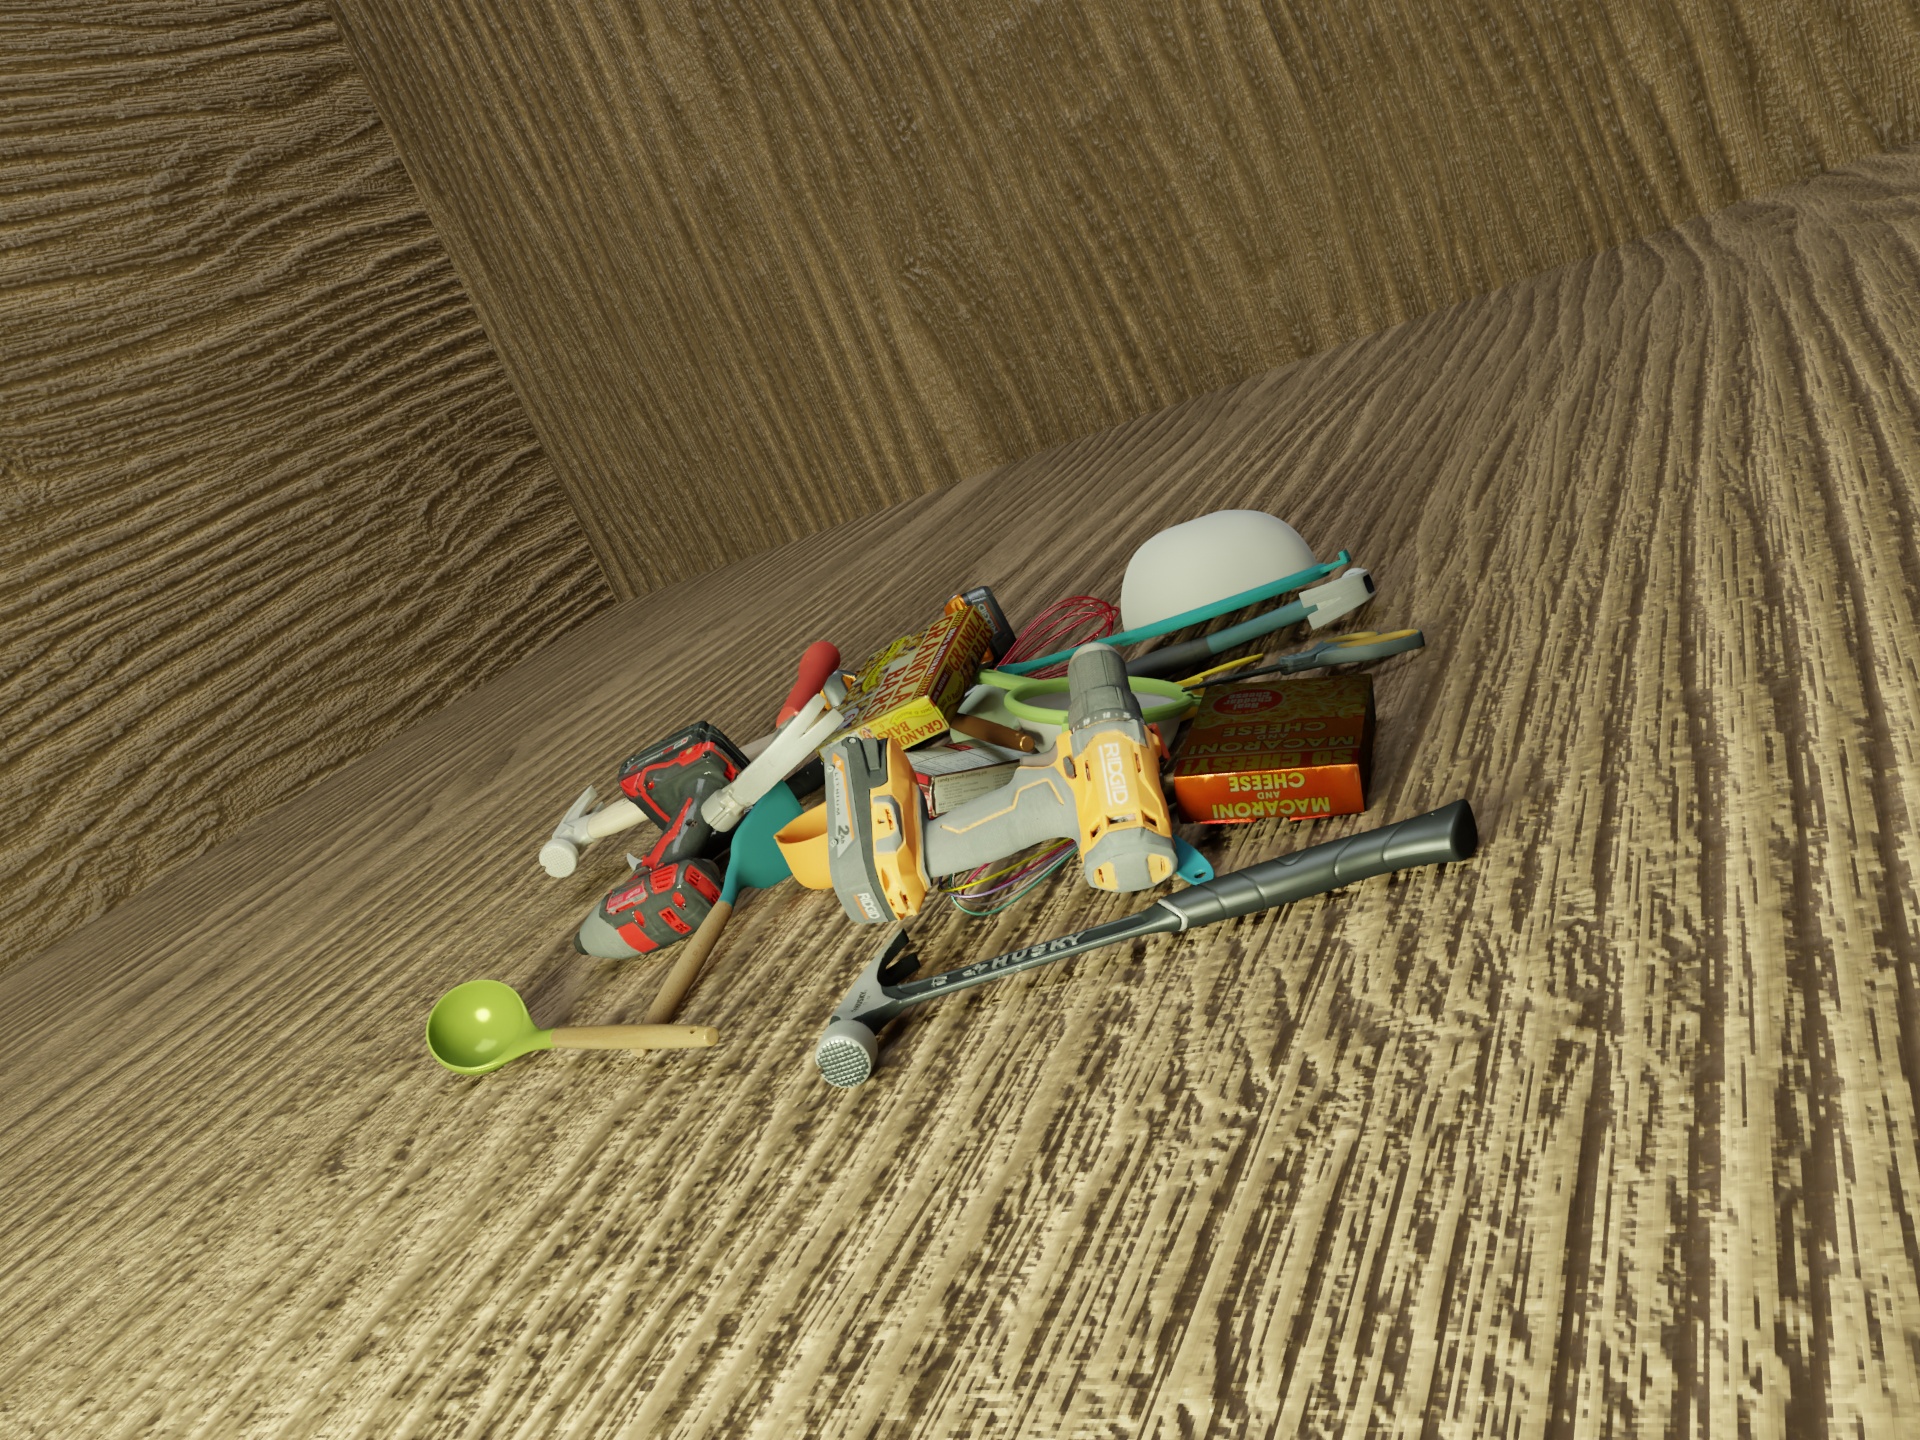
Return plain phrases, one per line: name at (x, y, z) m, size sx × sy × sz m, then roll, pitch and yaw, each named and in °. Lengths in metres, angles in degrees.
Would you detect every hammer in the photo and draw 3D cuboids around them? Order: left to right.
hammer at (-0.227, 0.042, 1.592) m, size 0.410 × 0.038 × 0.146 m, roll -23°, pitch 20°, yaw 15°
hammer at (-0.183, 0.078, 1.578) m, size 0.146 × 0.035 × 0.335 m, roll -6°, pitch 22°, yaw 47°
hammer at (-0.145, -0.016, 1.470) m, size 0.149 × 0.036 × 0.359 m, roll -43°, pitch 11°, yaw 16°
hammer at (0.111, 0.123, 0.969) m, size 0.409 × 0.036 × 0.149 m, roll -19°, pitch 14°, yaw 15°
hammer at (0.214, -0.063, 1.444) m, size 0.331 × 0.033 × 0.128 m, roll -22°, pitch 2°, yaw 16°

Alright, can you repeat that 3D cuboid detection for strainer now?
strainer at (0.083, 0.002, 1.316) m, size 0.151 × 0.069 × 0.256 m, roll -9°, pitch 13°, yaw -31°
strainer at (0.179, -0.128, 1.503) m, size 0.340 × 0.095 × 0.211 m, roll -18°, pitch 2°, yaw -16°

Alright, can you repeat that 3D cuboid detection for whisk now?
whisk at (0.039, -0.040, 1.620) m, size 0.296 × 0.073 × 0.073 m, roll -33°, pitch 16°, yaw -9°
whisk at (0.095, 0.077, 1.144) m, size 0.245 × 0.051 × 0.047 m, roll -23°, pitch -21°, yaw -15°

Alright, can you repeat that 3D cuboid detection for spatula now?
spatula at (-0.189, 0.160, 1.267) m, size 0.044 × 0.082 × 0.318 m, roll -19°, pitch 22°, yaw 22°
spatula at (-0.002, -0.004, 1.362) m, size 0.081 × 0.041 × 0.323 m, roll -37°, pitch 15°, yaw -11°

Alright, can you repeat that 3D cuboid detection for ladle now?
ladle at (-0.286, 0.223, 1.155) m, size 0.320 × 0.062 × 0.078 m, roll -11°, pitch 40°, yaw 43°

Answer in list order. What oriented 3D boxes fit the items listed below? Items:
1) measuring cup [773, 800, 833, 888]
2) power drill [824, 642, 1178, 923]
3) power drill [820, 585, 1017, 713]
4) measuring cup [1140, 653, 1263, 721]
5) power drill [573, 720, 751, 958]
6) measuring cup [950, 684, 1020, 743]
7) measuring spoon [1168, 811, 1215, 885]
measuring cup at (-0.098, 0.091, 1.371) m, size 0.095 × 0.052 × 0.174 m, roll -20°, pitch 13°, yaw 15°
power drill at (0.025, 0.039, 1.087) m, size 0.226 × 0.084 × 0.186 m, roll -10°, pitch 55°, yaw 6°
power drill at (-0.055, -0.059, 1.755) m, size 0.226 × 0.084 × 0.164 m, roll -28°, pitch -3°, yaw -2°
measuring cup at (0.216, -0.028, 1.374) m, size 0.156 × 0.029 × 0.062 m, roll -20°, pitch 7°, yaw -40°
power drill at (-0.262, 0.113, 1.396) m, size 0.143 × 0.078 × 0.220 m, roll -26°, pitch 33°, yaw 24°
measuring cup at (0.042, -0.011, 1.442) m, size 0.083 × 0.038 × 0.167 m, roll -58°, pitch 16°, yaw -24°
measuring spoon at (0.143, 0.091, 1.077) m, size 0.042 × 0.021 × 0.129 m, roll -33°, pitch 25°, yaw -6°
